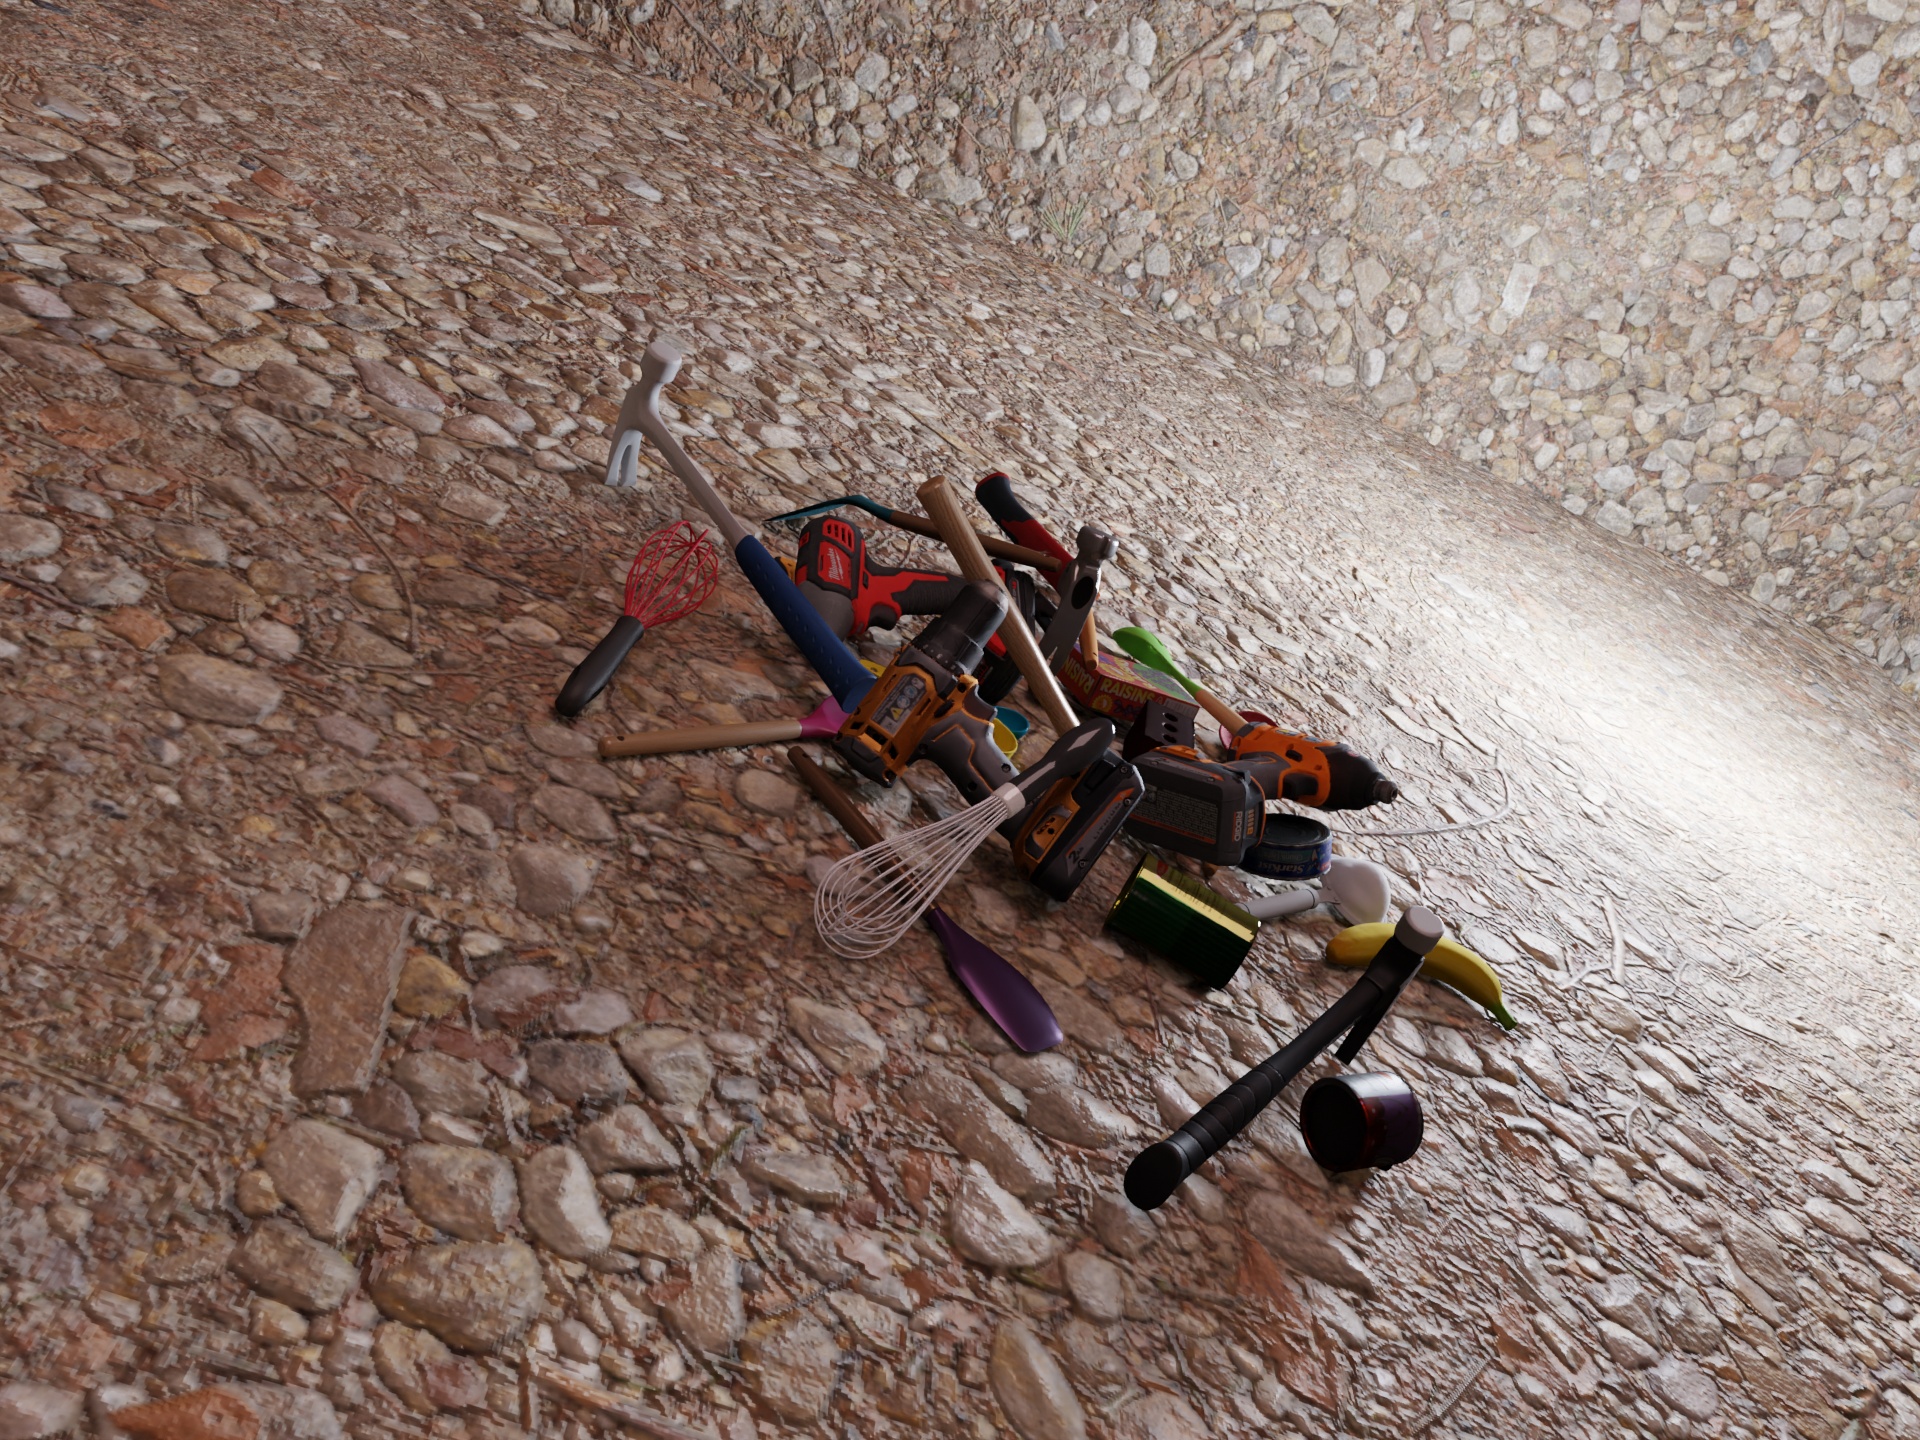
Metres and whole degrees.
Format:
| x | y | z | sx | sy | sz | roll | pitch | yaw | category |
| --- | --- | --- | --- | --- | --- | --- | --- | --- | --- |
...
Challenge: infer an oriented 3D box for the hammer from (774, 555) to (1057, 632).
| x | y | z | sx | sy | sz | roll | pitch | yaw | category |
| --- | --- | --- | --- | --- | --- | --- | --- | --- | --- |
| -0.044 | -0.125 | 1.564 | 0.336 | 0.034 | 0.127 | 0 | 37 | -42 | hammer |

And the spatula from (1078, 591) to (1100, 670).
| x | y | z | sx | sy | sz | roll | pitch | yaw | category |
| --- | --- | --- | --- | --- | --- | --- | --- | --- | --- |
| 0.119 | -0.106 | 1.617 | 0.081 | 0.041 | 0.323 | 37 | 19 | -13 | spatula |

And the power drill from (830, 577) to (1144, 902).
| x | y | z | sx | sy | sz | roll | pitch | yaw | category |
| --- | --- | --- | --- | --- | --- | --- | --- | --- | --- |
| 0.037 | 0.012 | 1.252 | 0.226 | 0.185 | 0.084 | 36 | -6 | 9 | power drill |

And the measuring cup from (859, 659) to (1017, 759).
| x | y | z | sx | sy | sz | roll | pitch | yaw | category |
| --- | --- | --- | --- | --- | --- | --- | --- | --- | --- |
| -0.024 | -0.005 | 1.382 | 0.156 | 0.029 | 0.062 | 30 | 26 | 4 | measuring cup |

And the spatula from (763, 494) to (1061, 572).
| x | y | z | sx | sy | sz | roll | pitch | yaw | category |
| --- | --- | --- | --- | --- | --- | --- | --- | --- | --- |
| -0.043 | -0.178 | 1.530 | 0.318 | 0.044 | 0.082 | 20 | 20 | 28 | spatula |

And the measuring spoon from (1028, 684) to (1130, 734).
| x | y | z | sx | sy | sz | roll | pitch | yaw | category |
| --- | --- | --- | --- | --- | --- | --- | --- | --- | --- |
| 0.116 | -0.007 | 1.534 | 0.124 | 0.018 | 0.034 | 27 | 14 | -17 | measuring spoon |

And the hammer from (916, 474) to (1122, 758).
| x | y | z | sx | sy | sz | roll | pitch | yaw | category |
| --- | --- | --- | --- | --- | --- | --- | --- | --- | --- |
| 0.054 | -0.057 | 1.344 | 0.331 | 0.031 | 0.130 | 59 | 17 | -18 | hammer |

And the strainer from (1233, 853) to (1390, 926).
| x | y | z | sx | sy | sz | roll | pitch | yaw | category |
| --- | --- | --- | --- | --- | --- | --- | --- | --- | --- |
| 0.314 | 0.157 | 1.406 | 0.258 | 0.050 | 0.087 | -5 | 56 | -41 | strainer |

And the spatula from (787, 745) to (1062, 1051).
| x | y | z | sx | sy | sz | roll | pitch | yaw | category |
| --- | --- | --- | --- | --- | --- | --- | --- | --- | --- |
| -0.034 | 0.124 | 1.167 | 0.059 | 0.018 | 0.316 | -6 | 44 | -49 | spatula |

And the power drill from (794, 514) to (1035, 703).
| x | y | z | sx | sy | sz | roll | pitch | yaw | category |
| --- | --- | --- | --- | --- | --- | --- | --- | --- | --- |
| -0.046 | -0.096 | 1.444 | 0.219 | 0.078 | 0.143 | 14 | 53 | -18 | power drill |

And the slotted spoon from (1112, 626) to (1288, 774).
| x | y | z | sx | sy | sz | roll | pitch | yaw | category |
| --- | --- | --- | --- | --- | --- | --- | --- | --- | --- |
| 0.258 | -0.011 | 1.595 | 0.314 | 0.031 | 0.070 | 46 | -3 | 41 | slotted spoon |

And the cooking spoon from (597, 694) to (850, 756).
| x | y | z | sx | sy | sz | roll | pitch | yaw | category |
| --- | --- | --- | --- | --- | --- | --- | --- | --- | --- |
| -0.150 | 0.009 | 1.258 | 0.318 | 0.017 | 0.069 | -5 | 46 | -47 | cooking spoon |

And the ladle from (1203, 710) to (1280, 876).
| x | y | z | sx | sy | sz | roll | pitch | yaw | category |
| --- | --- | --- | --- | --- | --- | --- | --- | --- | --- |
| 0.262 | 0.068 | 1.520 | 0.069 | 0.031 | 0.315 | 21 | 29 | 8 | ladle |

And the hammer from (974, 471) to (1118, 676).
| x | y | z | sx | sy | sz | roll | pitch | yaw | category |
| --- | --- | --- | --- | --- | --- | --- | --- | --- | --- |
| 0.065 | -0.172 | 1.626 | 0.038 | 0.143 | 0.387 | 18 | 16 | -19 | hammer |

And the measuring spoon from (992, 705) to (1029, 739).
| x | y | z | sx | sy | sz | roll | pitch | yaw | category |
| --- | --- | --- | --- | --- | --- | --- | --- | --- | --- |
| -0.002 | -0.005 | 1.423 | 0.128 | 0.021 | 0.042 | 15 | 29 | -6 | measuring spoon |

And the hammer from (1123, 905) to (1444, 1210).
| x | y | z | sx | sy | sz | roll | pitch | yaw | category |
| --- | --- | --- | --- | --- | --- | --- | --- | --- | --- |
| 0.222 | 0.246 | 1.111 | 0.035 | 0.146 | 0.335 | 41 | 41 | 24 | hammer |

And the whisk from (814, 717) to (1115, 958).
| x | y | z | sx | sy | sz | roll | pitch | yaw | category |
| --- | --- | --- | --- | --- | --- | --- | --- | --- | --- |
| 0.011 | 0.075 | 1.137 | 0.284 | 0.070 | 0.070 | -34 | 62 | -27 | whisk |

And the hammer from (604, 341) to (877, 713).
| x | y | z | sx | sy | sz | roll | pitch | yaw | category |
| --- | --- | --- | --- | --- | --- | --- | --- | --- | --- |
| -0.196 | -0.155 | 1.394 | 0.035 | 0.144 | 0.406 | -7 | 49 | -45 | hammer |

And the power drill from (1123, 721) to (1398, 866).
| x | y | z | sx | sy | sz | roll | pitch | yaw | category |
| --- | --- | --- | --- | --- | --- | --- | --- | --- | --- |
| 0.267 | 0.060 | 1.398 | 0.164 | 0.084 | 0.226 | 17 | 21 | 42 | power drill |

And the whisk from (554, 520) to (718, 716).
| x | y | z | sx | sy | sz | roll | pitch | yaw | category |
| --- | --- | --- | --- | --- | --- | --- | --- | --- | --- |
| -0.258 | -0.082 | 1.277 | 0.073 | 0.073 | 0.296 | 26 | 32 | -4 | whisk |
